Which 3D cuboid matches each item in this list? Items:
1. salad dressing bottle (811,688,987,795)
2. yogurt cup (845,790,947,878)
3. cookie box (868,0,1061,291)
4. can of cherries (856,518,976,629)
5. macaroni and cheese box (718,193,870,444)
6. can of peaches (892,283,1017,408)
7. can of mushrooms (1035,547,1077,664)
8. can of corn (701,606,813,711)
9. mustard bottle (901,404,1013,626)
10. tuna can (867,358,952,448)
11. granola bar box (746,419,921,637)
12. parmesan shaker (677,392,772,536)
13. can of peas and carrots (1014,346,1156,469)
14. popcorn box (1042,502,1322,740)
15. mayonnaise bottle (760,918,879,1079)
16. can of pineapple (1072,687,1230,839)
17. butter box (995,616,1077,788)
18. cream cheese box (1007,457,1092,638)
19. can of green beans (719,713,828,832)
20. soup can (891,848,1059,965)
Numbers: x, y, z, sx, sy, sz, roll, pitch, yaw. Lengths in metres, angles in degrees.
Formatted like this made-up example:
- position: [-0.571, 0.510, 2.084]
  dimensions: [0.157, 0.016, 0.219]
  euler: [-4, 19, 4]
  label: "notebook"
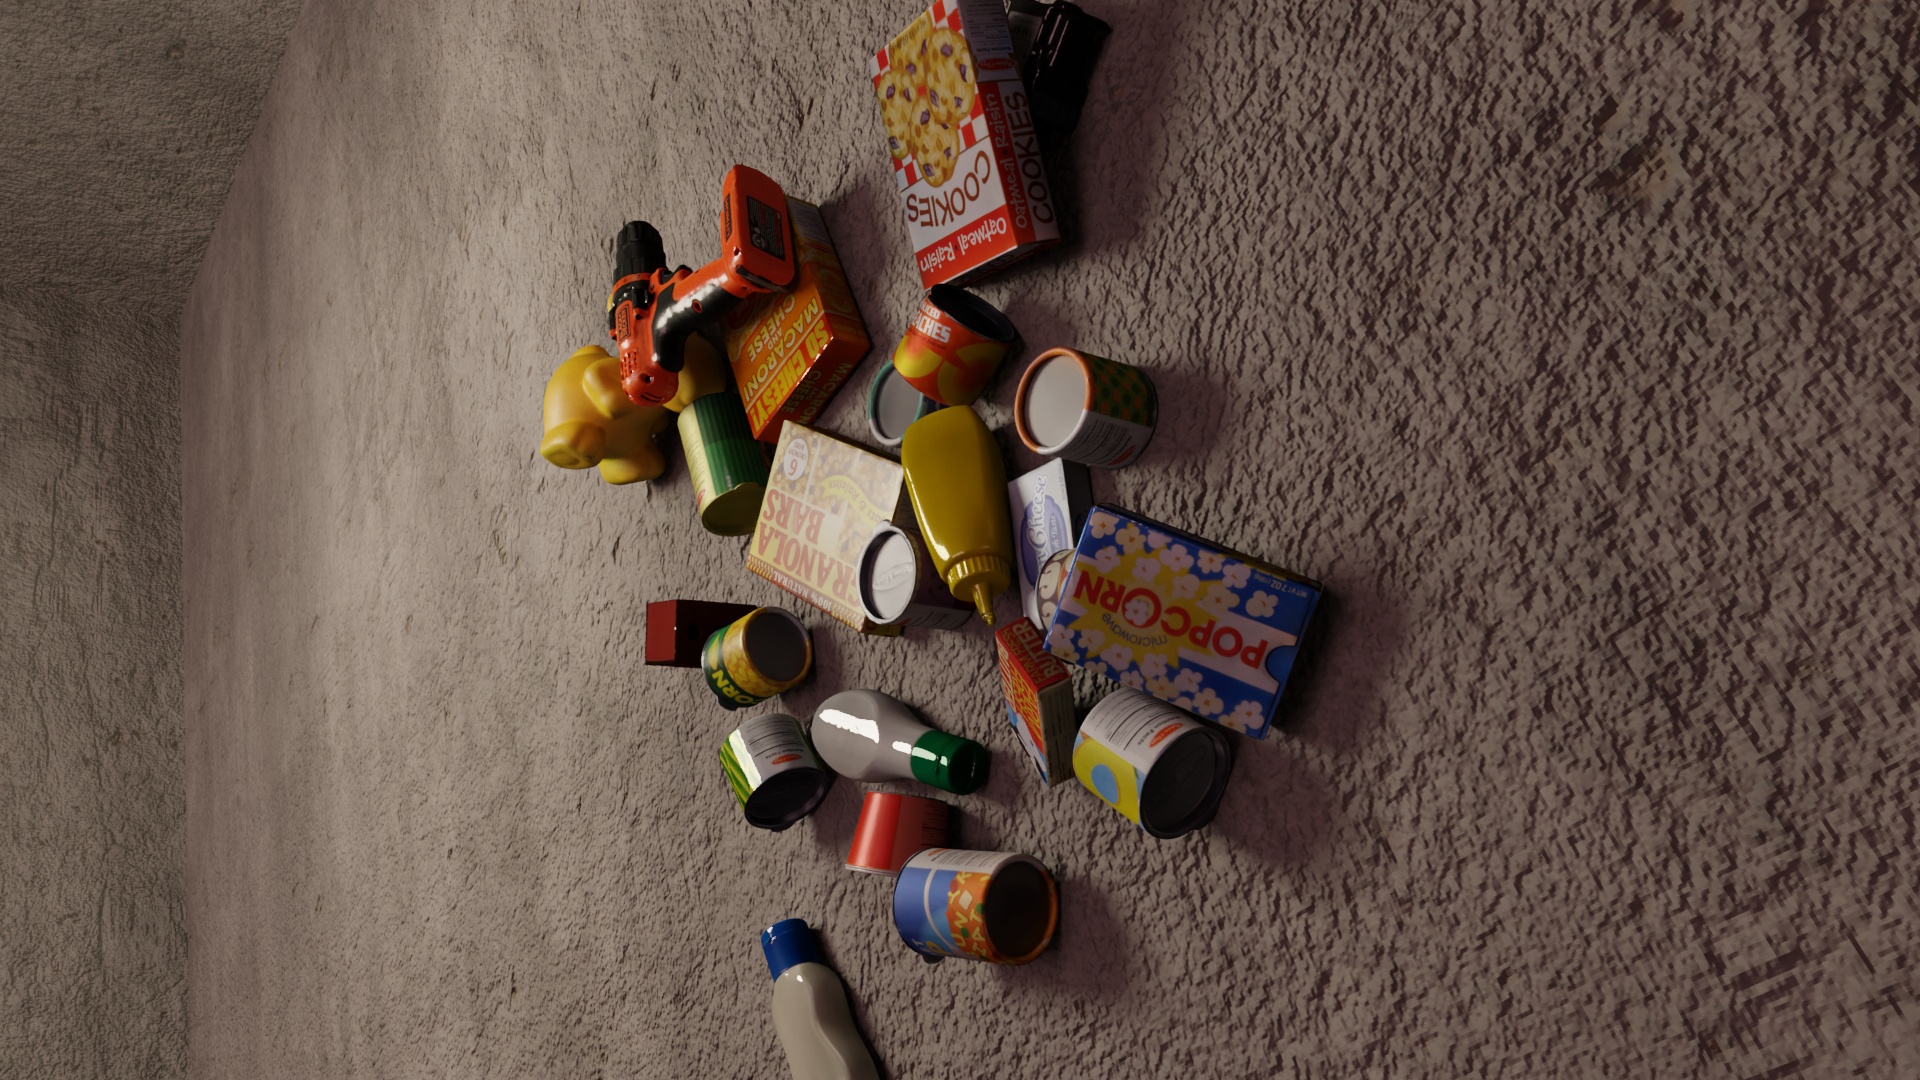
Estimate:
- position: [-0.043, 0.140, 0.948]
  dimensions: [0.147, 0.044, 0.064]
  euler: [8, 87, 49]
  label: "salad dressing bottle"
- position: [-0.039, 0.196, 0.917]
  dimensions: [0.072, 0.072, 0.054]
  euler: [-7, 70, 49]
  label: "yogurt cup"
- position: [0.001, -0.262, 0.925]
  dimensions: [0.122, 0.040, 0.167]
  euler: [-10, 95, 60]
  label: "cookie box"
- position: [-0.028, 0.023, 0.941]
  dimensions: [0.071, 0.058, 0.071]
  euler: [-12, 74, 49]
  label: "can of cherries"
- position: [-0.140, -0.179, 1.127]
  dimensions: [0.123, 0.040, 0.167]
  euler: [-46, 50, 33]
  label: "macaroni and cheese box"
- position: [-0.006, -0.131, 0.936]
  dimensions: [0.057, 0.071, 0.071]
  euler: [-57, 46, 28]
  label: "can of peaches"
- position: [0.078, 0.037, 0.807]
  dimensions: [0.033, 0.071, 0.071]
  euler: [-16, 71, 46]
  label: "can of mushrooms"
- position: [-0.157, 0.092, 1.072]
  dimensions: [0.058, 0.071, 0.071]
  euler: [-28, 62, 43]
  label: "can of corn"
- position: [0.003, -0.011, 0.900]
  dimensions: [0.065, 0.048, 0.161]
  euler: [-19, 58, 12]
  label: "mustard bottle"
- position: [-0.034, -0.099, 0.992]
  dimensions: [0.071, 0.033, 0.071]
  euler: [-11, 75, 48]
  label: "tuna can"
- position: [-0.089, -0.012, 1.035]
  dimensions: [0.166, 0.039, 0.124]
  euler: [23, 100, 49]
  label: "granola bar box"
- position: [-0.189, -0.065, 1.141]
  dimensions: [0.071, 0.071, 0.103]
  euler: [-45, 51, 35]
  label: "parmesan shaker"
- position: [0.074, -0.082, 0.841]
  dimensions: [0.071, 0.059, 0.071]
  euler: [-12, 74, 48]
  label: "can of peas and carrots"
- position: [0.117, 0.040, 0.736]
  dimensions: [0.127, 0.038, 0.085]
  euler: [21, 100, 16]
  label: "popcorn box"
- position: [-0.103, 0.340, 0.982]
  dimensions: [0.064, 0.041, 0.149]
  euler: [-52, 47, 28]
  label: "mayonnaise bottle"
- position: [0.104, 0.122, 0.761]
  dimensions: [0.058, 0.071, 0.071]
  euler: [29, 105, 49]
  label: "can of pineapple"
- position: [0.047, 0.096, 0.821]
  dimensions: [0.053, 0.024, 0.103]
  euler: [55, 163, 40]
  label: "butter box"
- position: [0.060, 0.005, 0.868]
  dimensions: [0.053, 0.024, 0.104]
  euler: [-26, 63, 46]
  label: "cream cheese box"
- position: [-0.140, 0.172, 1.038]
  dimensions: [0.071, 0.071, 0.058]
  euler: [-58, 45, 25]
  label: "can of green beans"
- position: [0.009, 0.226, 0.852]
  dimensions: [0.083, 0.071, 0.071]
  euler: [-11, 74, 48]
  label: "soup can"
